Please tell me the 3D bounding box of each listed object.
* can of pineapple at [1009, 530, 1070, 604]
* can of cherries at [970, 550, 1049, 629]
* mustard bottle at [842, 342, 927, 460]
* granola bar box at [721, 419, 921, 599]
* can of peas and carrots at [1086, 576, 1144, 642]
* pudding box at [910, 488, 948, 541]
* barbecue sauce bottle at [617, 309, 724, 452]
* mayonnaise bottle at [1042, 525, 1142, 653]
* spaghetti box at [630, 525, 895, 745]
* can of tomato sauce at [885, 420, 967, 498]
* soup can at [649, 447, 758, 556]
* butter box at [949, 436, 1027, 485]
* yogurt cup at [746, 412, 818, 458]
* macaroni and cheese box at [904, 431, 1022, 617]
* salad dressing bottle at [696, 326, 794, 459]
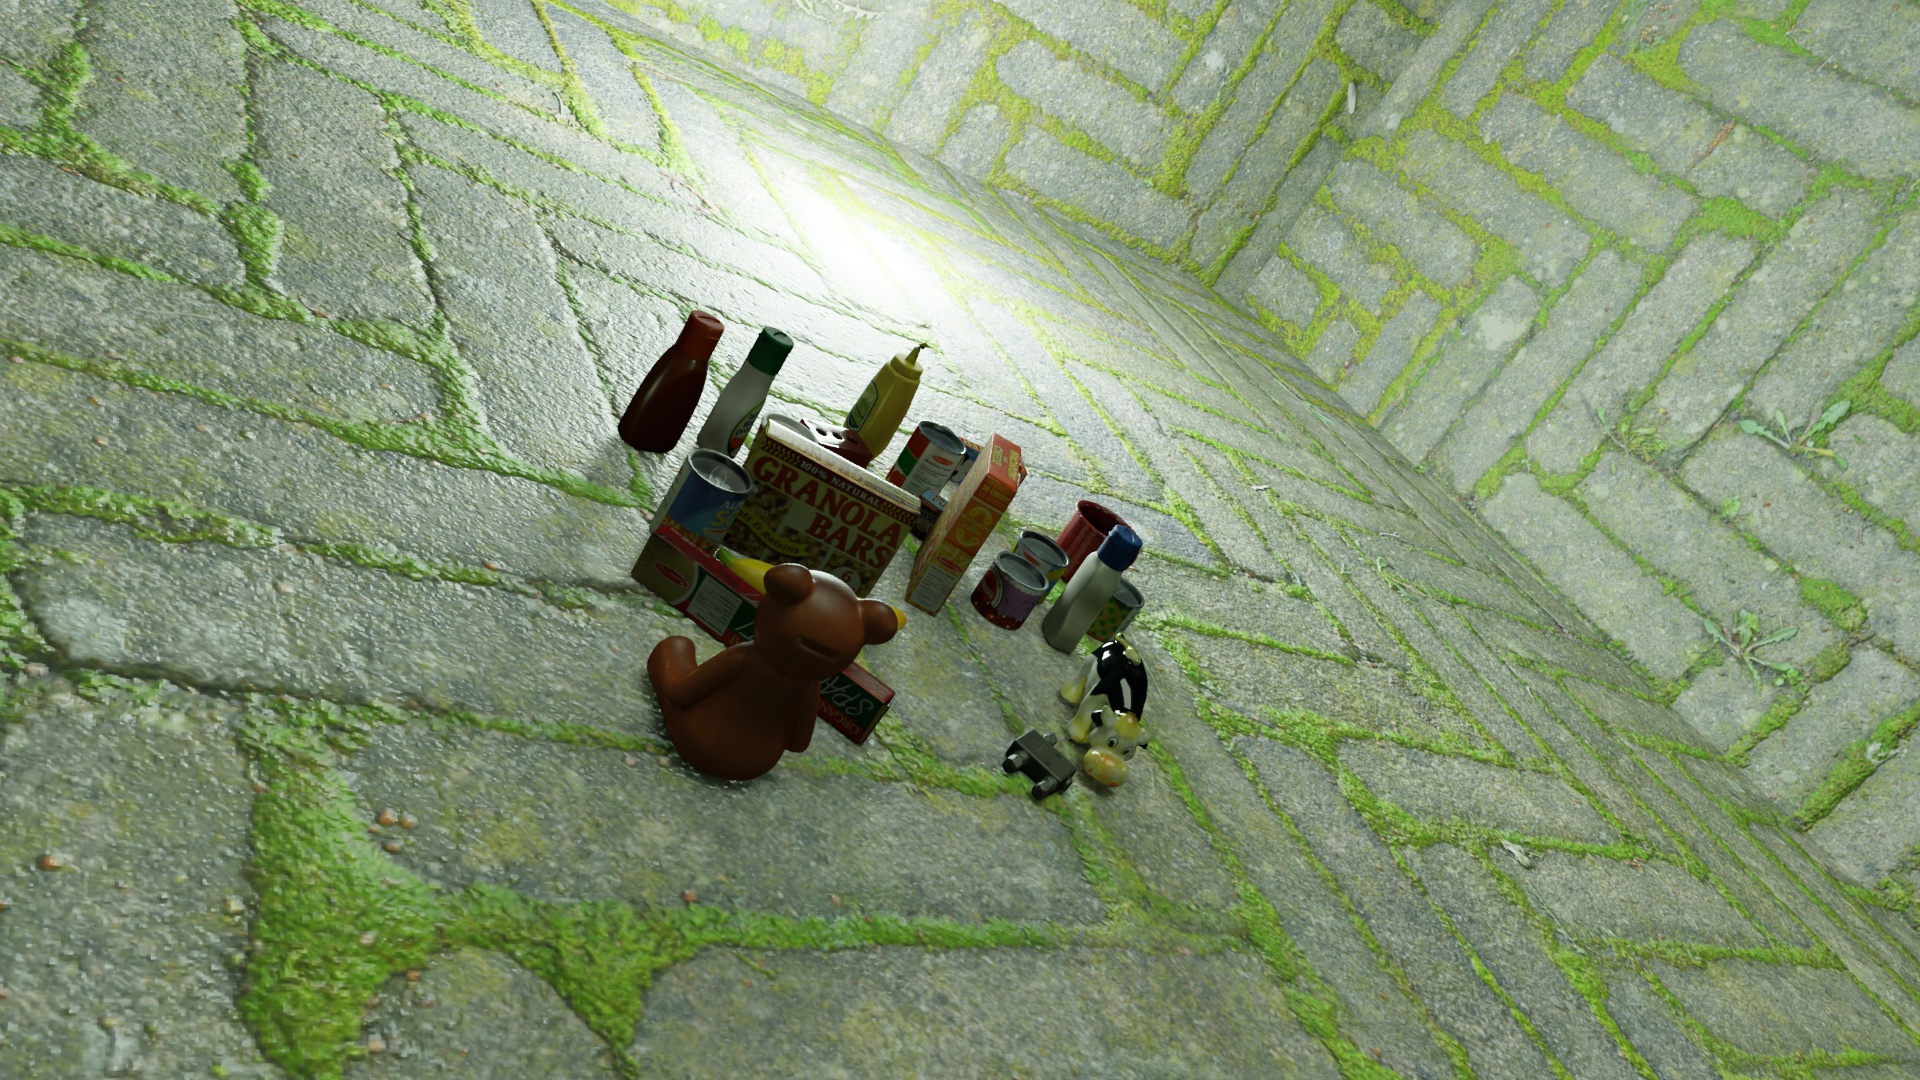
[{"bbox_3d":[0.084,0.031,1.590,0.071,0.057,0.071,28,24,-13],"label":"can of pineapple"},{"bbox_3d":[0.051,0.053,1.502,0.071,0.058,0.072,28,24,-13],"label":"can of cherries"},{"bbox_3d":[-0.085,-0.171,1.638,0.049,0.159,0.065,19,27,-32],"label":"mustard bottle"},{"bbox_3d":[-0.138,-0.022,1.322,0.165,0.123,0.039,28,23,-14],"label":"granola bar box"},{"bbox_3d":[0.168,0.075,1.610,0.071,0.058,0.071,28,24,-13],"label":"can of peas and carrots"},{"bbox_3d":[-0.018,-0.015,1.558,0.084,0.049,0.030,36,23,6],"label":"pudding box"},{"bbox_3d":[-0.281,-0.157,1.371,0.065,0.148,0.044,3,38,-51],"label":"barbecue sauce bottle"},{"bbox_3d":[0.144,0.051,1.513,0.041,0.147,0.065,27,24,-16],"label":"mayonnaise bottle"},{"bbox_3d":[-0.167,0.080,1.180,0.250,0.050,0.029,36,23,6],"label":"spaghetti box"},{"bbox_3d":[-0.041,-0.090,1.632,0.071,0.082,0.071,28,23,-13],"label":"can of tomato sauce"},{"bbox_3d":[-0.234,-0.030,1.265,0.071,0.083,0.071,28,23,-13],"label":"soup can"},{"bbox_3d":[0.028,-0.088,1.757,0.103,0.053,0.024,22,25,-25],"label":"butter box"},{"bbox_3d":[-0.193,-0.096,1.486,0.072,0.053,0.073,28,24,-13],"label":"yogurt cup"},{"bbox_3d":[0.005,-0.018,1.446,0.040,0.165,0.124,30,23,-9],"label":"macaroni and cheese box"},{"bbox_3d":[-0.222,-0.152,1.439,0.044,0.147,0.064,36,23,5],"label":"salad dressing bottle"}]
